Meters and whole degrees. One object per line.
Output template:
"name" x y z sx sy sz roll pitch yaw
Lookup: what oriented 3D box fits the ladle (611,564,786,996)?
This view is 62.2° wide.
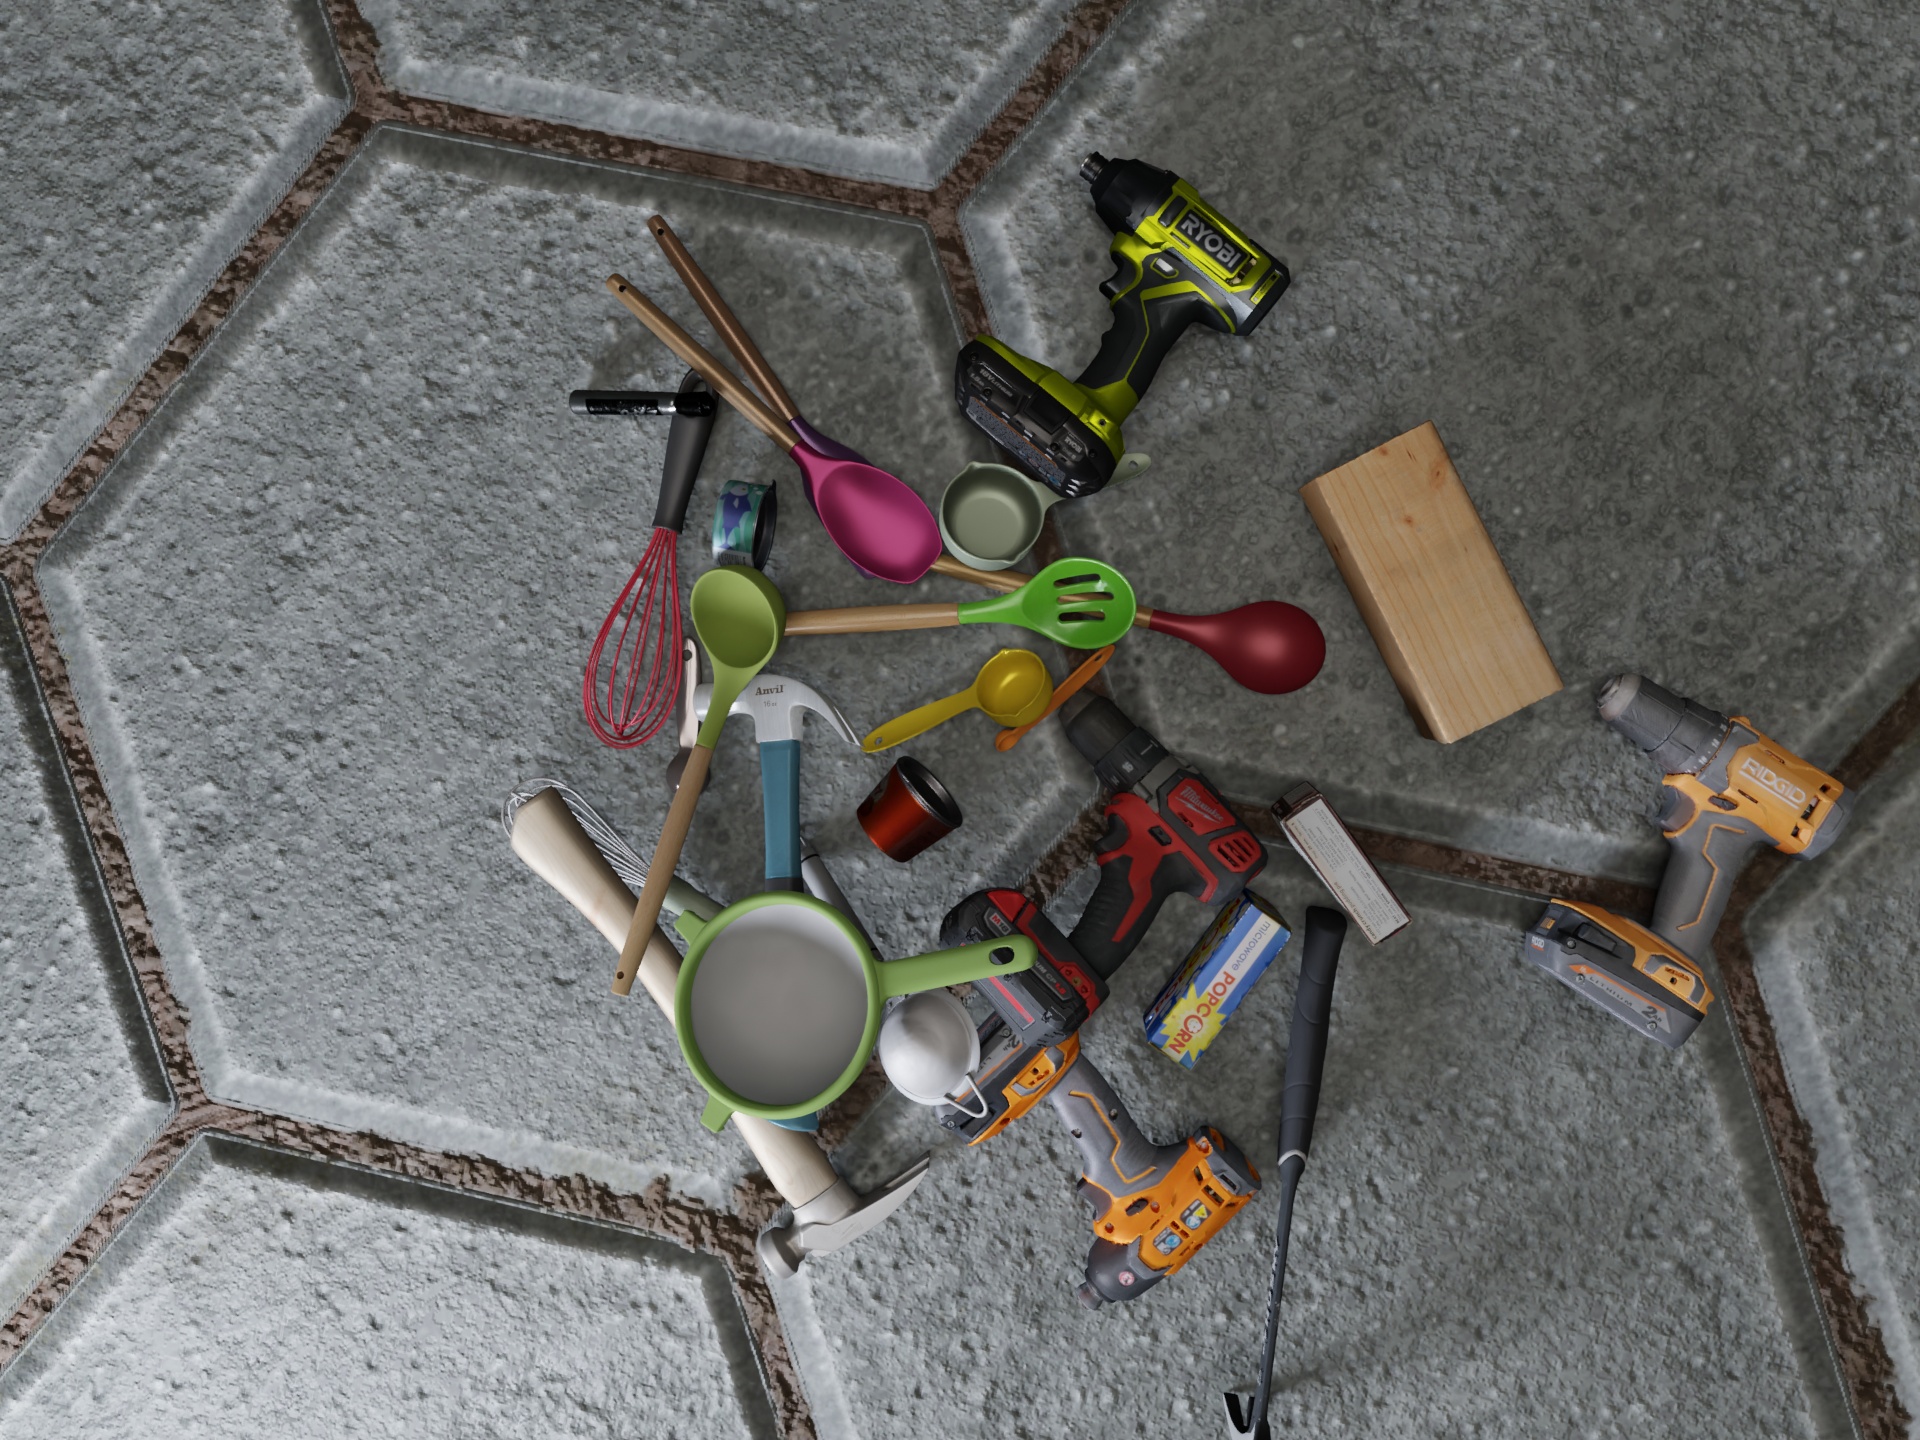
"ladle" -0.199 0.042 1.143 0.078 0.062 0.320 15 83 26

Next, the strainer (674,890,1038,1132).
"strainer" -0.065 0.181 1.077 0.256 0.069 0.151 -14 76 13

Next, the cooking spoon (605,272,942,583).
"cooking spoon" -0.141 -0.220 1.178 0.319 0.017 0.069 42 94 -1

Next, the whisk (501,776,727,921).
"whisk" -0.237 0.118 1.206 0.246 0.057 0.059 31 67 -2

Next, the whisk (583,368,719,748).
"whisk" -0.223 -0.123 1.190 0.073 0.073 0.296 12 87 4

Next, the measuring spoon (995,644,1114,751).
"measuring spoon" 0.069 -0.019 1.189 0.117 0.021 0.011 -42 59 5

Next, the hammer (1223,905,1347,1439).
"hammer" 0.239 0.339 1.153 0.036 0.149 0.409 9 84 3

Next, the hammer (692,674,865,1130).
"hammer" -0.129 0.129 1.159 0.128 0.033 0.331 -6 80 18

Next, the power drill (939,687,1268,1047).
"power drill" 0.087 0.099 1.133 0.227 0.080 0.188 -40 81 -22

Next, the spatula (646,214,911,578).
"spatula" -0.139 -0.247 1.194 0.060 0.018 0.316 -35 91 5

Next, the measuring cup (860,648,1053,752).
"measuring cup" -0.002 -0.004 1.190 0.156 0.029 0.062 -23 53 18

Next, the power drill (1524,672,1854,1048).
"power drill" 0.495 0.093 1.132 0.185 0.084 0.226 34 90 3

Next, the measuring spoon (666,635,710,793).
"measuring spoon" -0.209 -0.002 1.210 0.034 0.018 0.124 0 92 5

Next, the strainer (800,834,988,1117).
"strainer" -0.064 0.182 1.157 0.087 0.050 0.259 -48 61 22

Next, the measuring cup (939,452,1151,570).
"measuring cup" 0.063 -0.162 1.178 0.167 0.038 0.083 -20 80 -12

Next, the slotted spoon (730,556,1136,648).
"slotted spoon" -0.026 -0.080 1.176 0.314 0.031 0.070 -3 111 12

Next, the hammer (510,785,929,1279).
"hammer" -0.188 0.218 1.183 0.146 0.038 0.410 -34 98 4

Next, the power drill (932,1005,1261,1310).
"power drill" 0.087 0.321 1.174 0.226 0.084 0.164 42 97 -2

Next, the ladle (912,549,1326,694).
"ladle" 0.116 -0.083 1.179 0.315 0.031 0.069 15 95 5

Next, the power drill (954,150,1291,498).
"power drill" 0.103 -0.286 1.136 0.171 0.080 0.223 40 83 2
